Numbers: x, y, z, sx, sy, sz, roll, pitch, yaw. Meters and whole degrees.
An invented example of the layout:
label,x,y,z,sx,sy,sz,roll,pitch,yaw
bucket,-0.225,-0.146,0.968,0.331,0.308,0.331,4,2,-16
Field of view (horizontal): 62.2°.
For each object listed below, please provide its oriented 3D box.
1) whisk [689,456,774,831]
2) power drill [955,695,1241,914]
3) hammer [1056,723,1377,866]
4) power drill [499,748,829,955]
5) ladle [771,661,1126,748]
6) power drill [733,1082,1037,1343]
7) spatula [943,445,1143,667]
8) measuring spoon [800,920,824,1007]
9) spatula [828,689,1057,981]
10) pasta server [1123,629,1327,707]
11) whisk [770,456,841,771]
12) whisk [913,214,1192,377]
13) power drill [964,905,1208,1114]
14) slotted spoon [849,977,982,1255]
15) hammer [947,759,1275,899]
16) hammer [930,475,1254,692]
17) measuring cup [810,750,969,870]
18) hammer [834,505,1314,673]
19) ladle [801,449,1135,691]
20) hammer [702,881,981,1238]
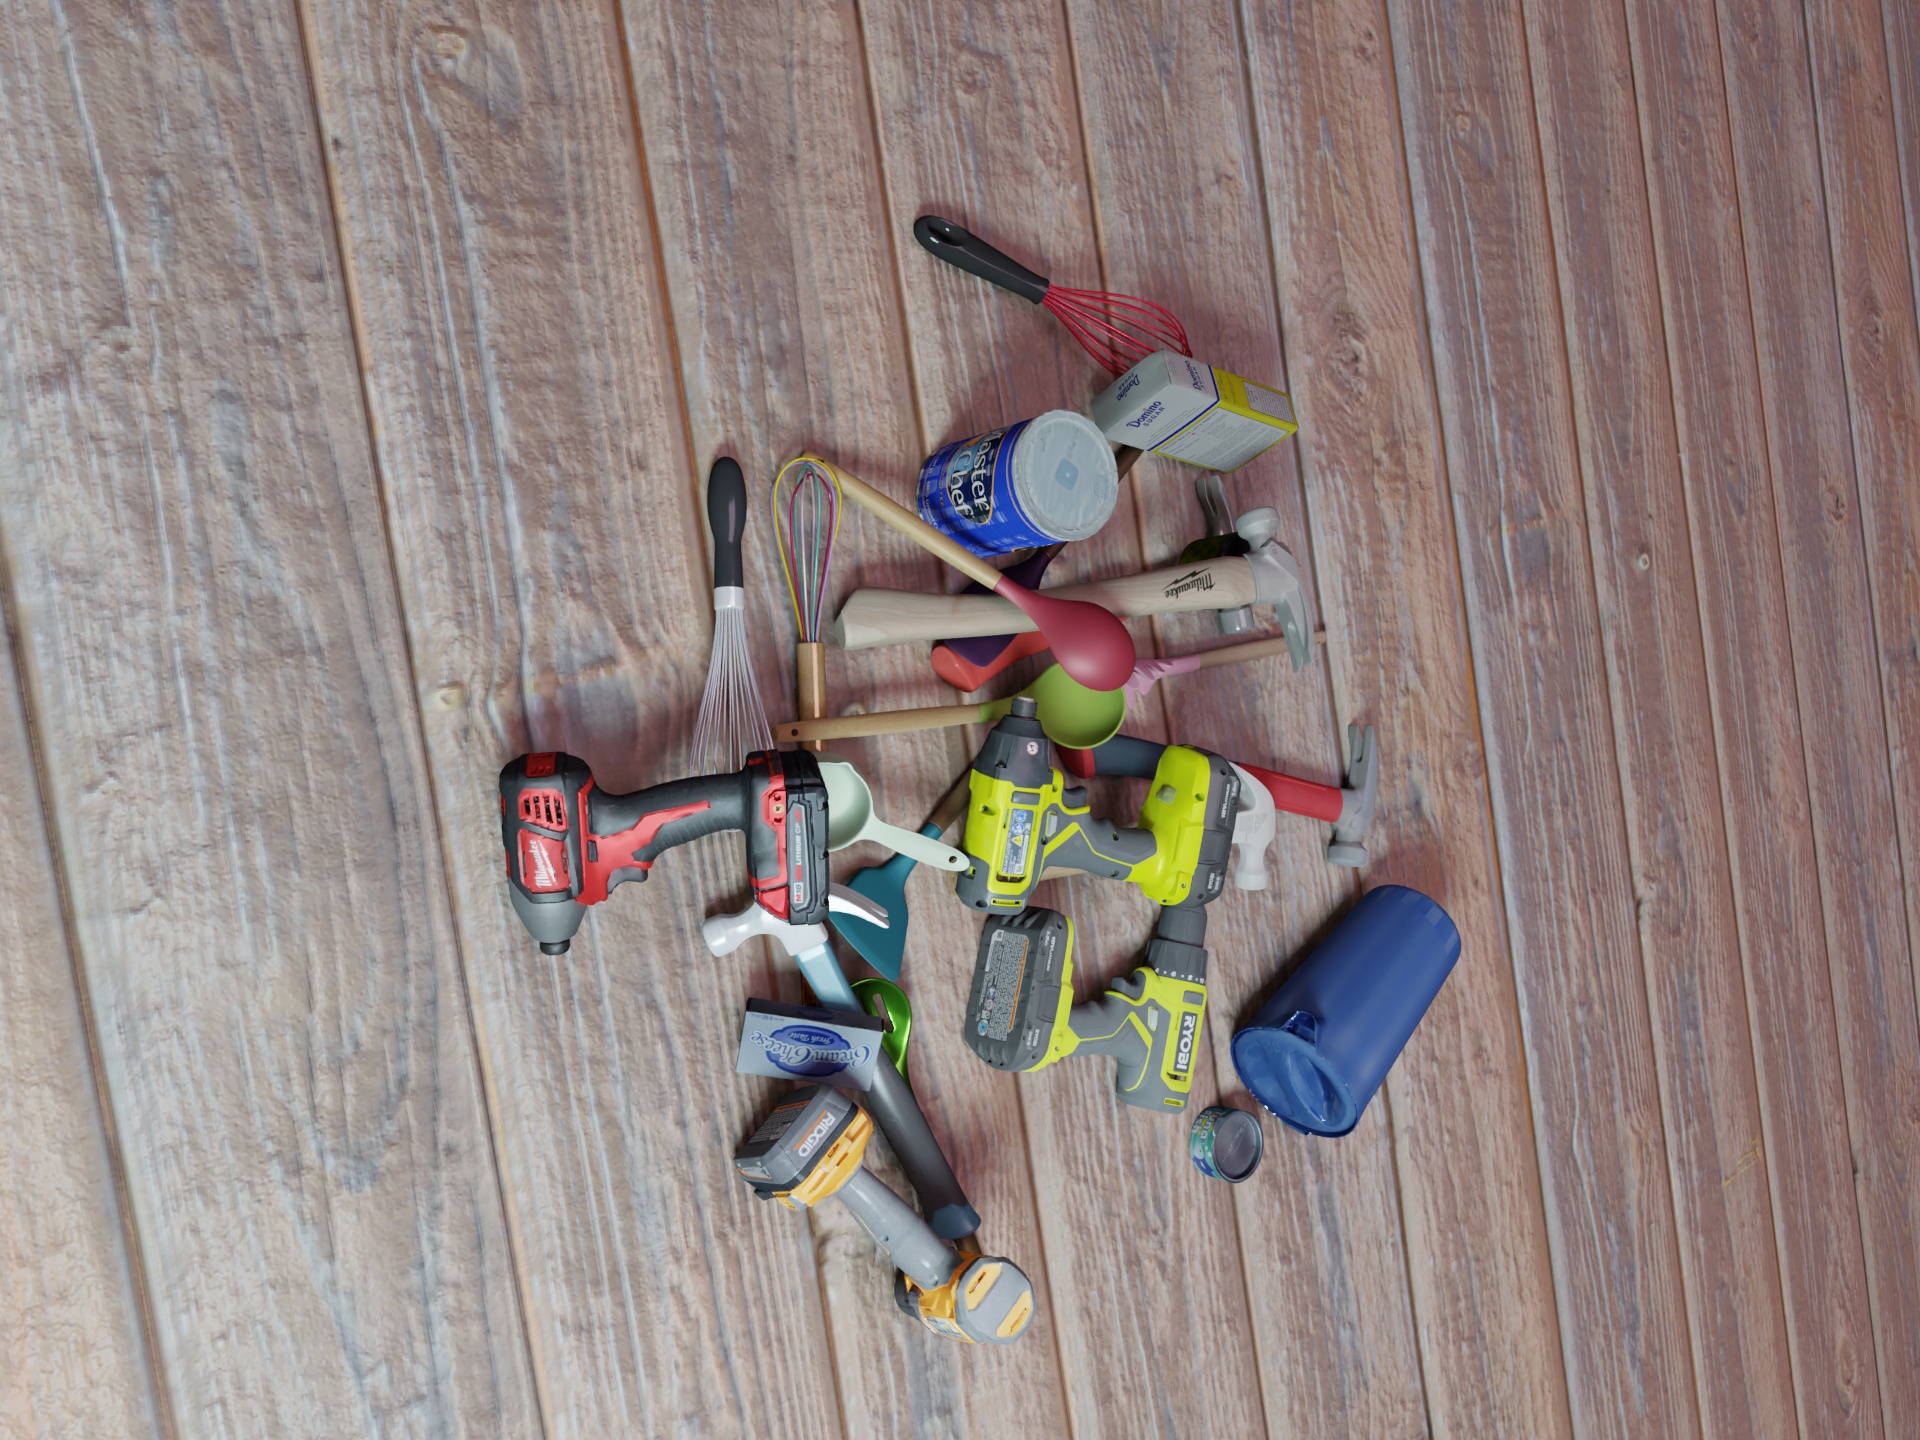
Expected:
label,x,y,z,sx,sy,sz,roll,pitch,yaw
whisk,-0.173,-0.059,1.191,0.070,0.070,0.285,3,81,-35
power drill,0.112,0.074,1.303,0.223,0.080,0.171,6,97,-26
hammer,0.251,0.039,1.489,0.386,0.038,0.143,14,79,-34
power drill,-0.204,0.091,1.107,0.219,0.079,0.143,-2,109,-11
ladle,-0.002,-0.004,1.276,0.320,0.062,0.078,-6,92,-34
power drill,-0.062,0.379,1.197,0.226,0.185,0.084,44,64,-4
spatula,0.082,-0.157,1.374,0.060,0.018,0.316,36,57,7
measuring spoon,-0.115,0.183,1.242,0.021,0.011,0.117,5,85,-35
spatula,0.001,0.071,1.310,0.082,0.044,0.317,48,62,-17
pasta server,0.242,-0.052,1.488,0.316,0.060,0.040,-12,63,-38
whisk,-0.114,-0.082,1.238,0.047,0.051,0.245,-4,93,-41
whisk,0.087,-0.365,1.384,0.295,0.073,0.073,21,76,-26
power drill,0.124,0.230,1.370,0.228,0.080,0.190,18,79,-36
slotted spoon,-0.031,0.342,1.285,0.070,0.031,0.313,-25,105,-15
hammer,0.139,0.108,1.386,0.331,0.031,0.130,-8,107,-28
hammer,0.121,-0.108,1.407,0.359,0.037,0.149,-21,99,-34
measuring cup,-0.068,0.077,1.238,0.167,0.038,0.083,24,106,-20
hammer,0.100,-0.088,1.309,0.410,0.038,0.146,-8,74,-19
ladle,0.008,-0.125,1.262,0.315,0.031,0.069,33,66,-2
hammer,-0.069,0.267,1.228,0.128,0.033,0.330,-24,107,2
